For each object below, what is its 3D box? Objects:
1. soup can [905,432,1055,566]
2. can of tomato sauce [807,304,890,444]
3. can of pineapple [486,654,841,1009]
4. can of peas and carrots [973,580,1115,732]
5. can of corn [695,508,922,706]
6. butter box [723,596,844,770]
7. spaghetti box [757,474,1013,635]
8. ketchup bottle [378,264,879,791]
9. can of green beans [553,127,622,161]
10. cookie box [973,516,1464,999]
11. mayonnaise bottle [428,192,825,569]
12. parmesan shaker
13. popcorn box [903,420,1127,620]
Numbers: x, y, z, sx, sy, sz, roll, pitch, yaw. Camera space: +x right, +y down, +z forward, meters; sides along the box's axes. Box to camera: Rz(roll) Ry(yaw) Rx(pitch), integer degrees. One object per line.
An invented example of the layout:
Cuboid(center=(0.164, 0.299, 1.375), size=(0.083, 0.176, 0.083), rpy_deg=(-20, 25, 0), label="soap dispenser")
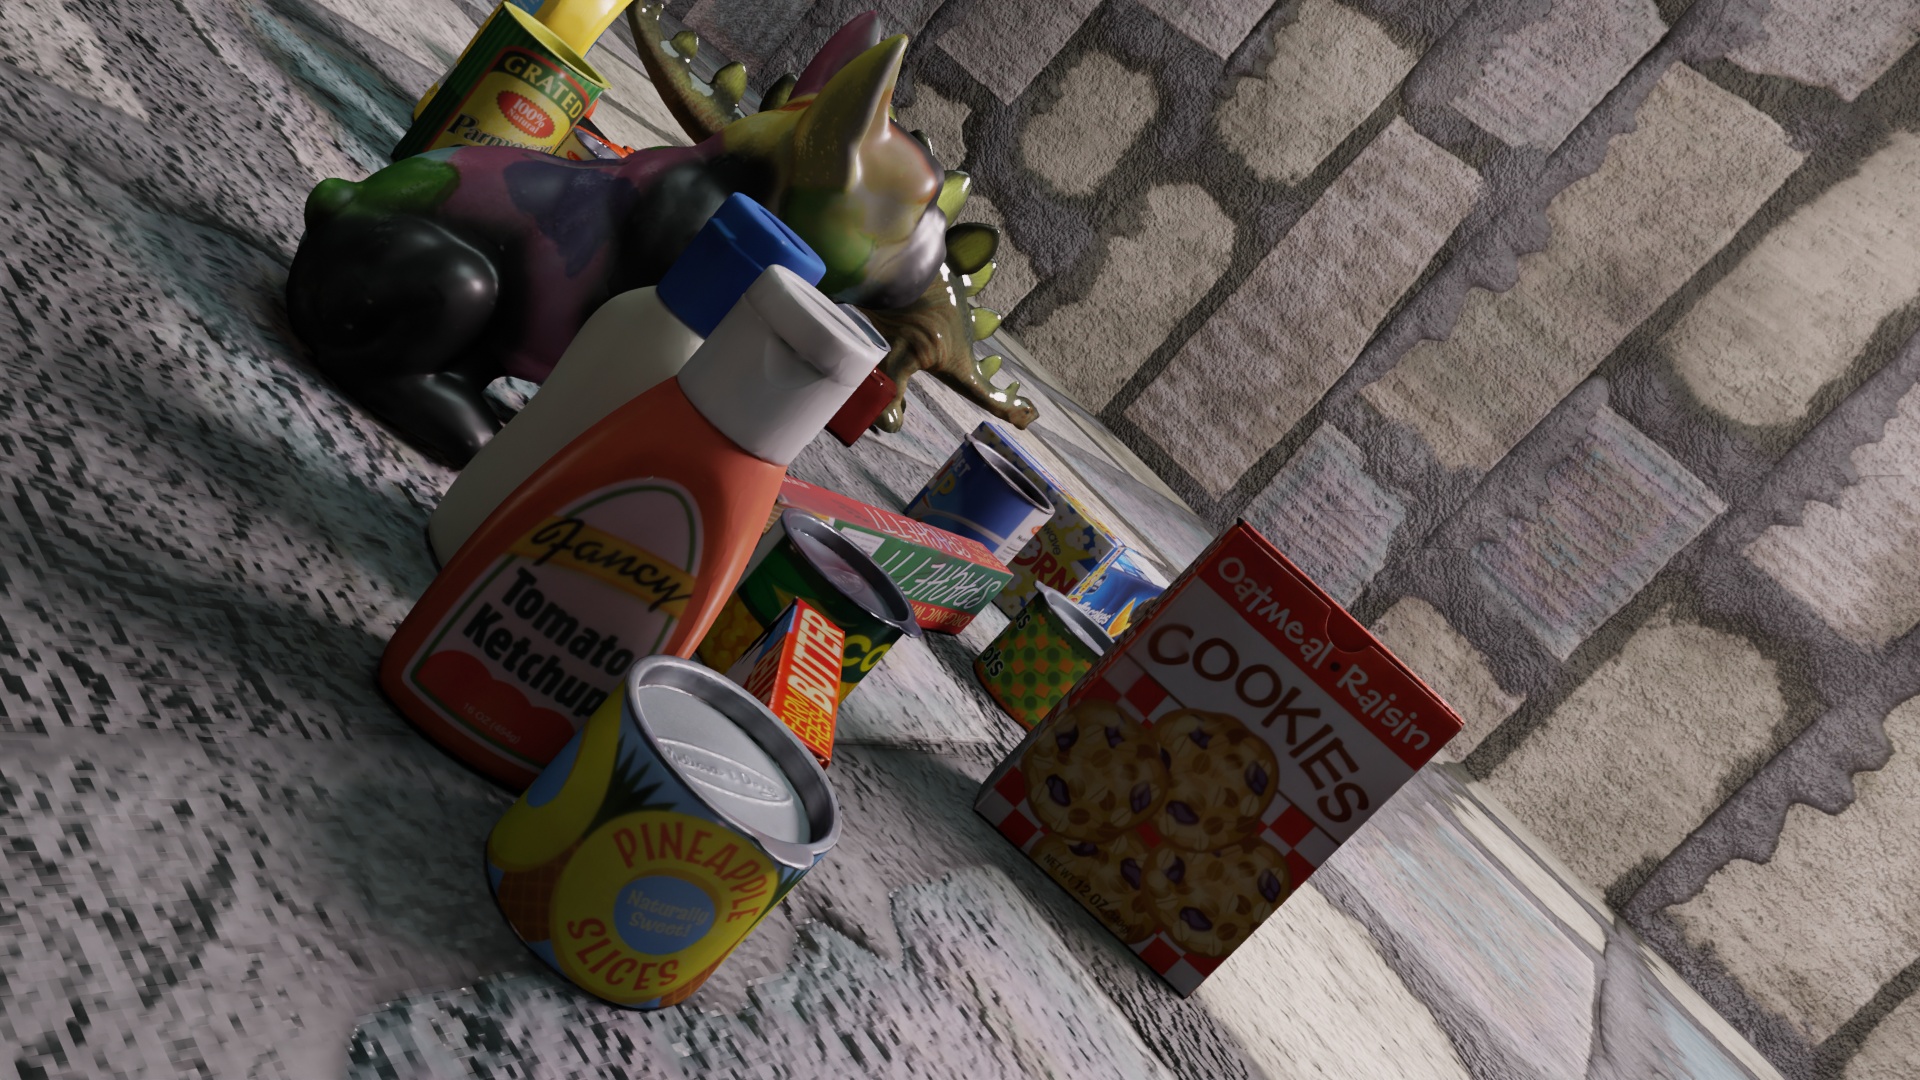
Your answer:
Cuboid(center=(0.003, -0.010, 0.835), size=(0.071, 0.083, 0.071), rpy_deg=(40, 11, -9), label="soup can")
Cuboid(center=(-0.097, -0.114, 0.887), size=(0.071, 0.083, 0.071), rpy_deg=(40, 11, -9), label="can of tomato sauce")
Cuboid(center=(-0.072, 0.072, 0.342), size=(0.071, 0.057, 0.071), rpy_deg=(40, 11, -9), label="can of pineapple")
Cuboid(center=(0.048, 0.066, 0.762), size=(0.071, 0.058, 0.071), rpy_deg=(40, 11, -9), label="can of peas and carrots")
Cuboid(center=(-0.059, 0.032, 0.533), size=(0.071, 0.058, 0.071), rpy_deg=(40, 11, -9), label="can of corn")
Cuboid(center=(-0.063, 0.059, 0.435), size=(0.024, 0.053, 0.104), rpy_deg=(40, 11, -13), label="butter box")
Cuboid(center=(-0.045, 0.011, 0.680), size=(0.029, 0.050, 0.250), rpy_deg=(47, 12, 24), label="spaghetti box")
Cuboid(center=(-0.082, -0.004, 0.361), size=(0.064, 0.148, 0.044), rpy_deg=(39, 11, -16), label="ketchup bottle")
Cuboid(center=(-0.234, -0.216, 0.876), size=(0.071, 0.057, 0.071), rpy_deg=(40, 11, -9), label="can of green beans")
Cuboid(center=(0.107, 0.091, 0.590), size=(0.123, 0.167, 0.040), rpy_deg=(42, 11, 0), label="cookie box")
Cuboid(center=(-0.101, -0.038, 0.427), size=(0.065, 0.148, 0.041), rpy_deg=(49, 13, 31), label="mayonnaise bottle")
Cuboid(center=(-0.248, -0.228, 0.756), size=(0.071, 0.103, 0.071), rpy_deg=(40, 11, -9), label="parmesan shaker")
Cuboid(center=(0.036, -0.008, 0.931), size=(0.127, 0.085, 0.038), rpy_deg=(45, 11, 14), label="popcorn box")
